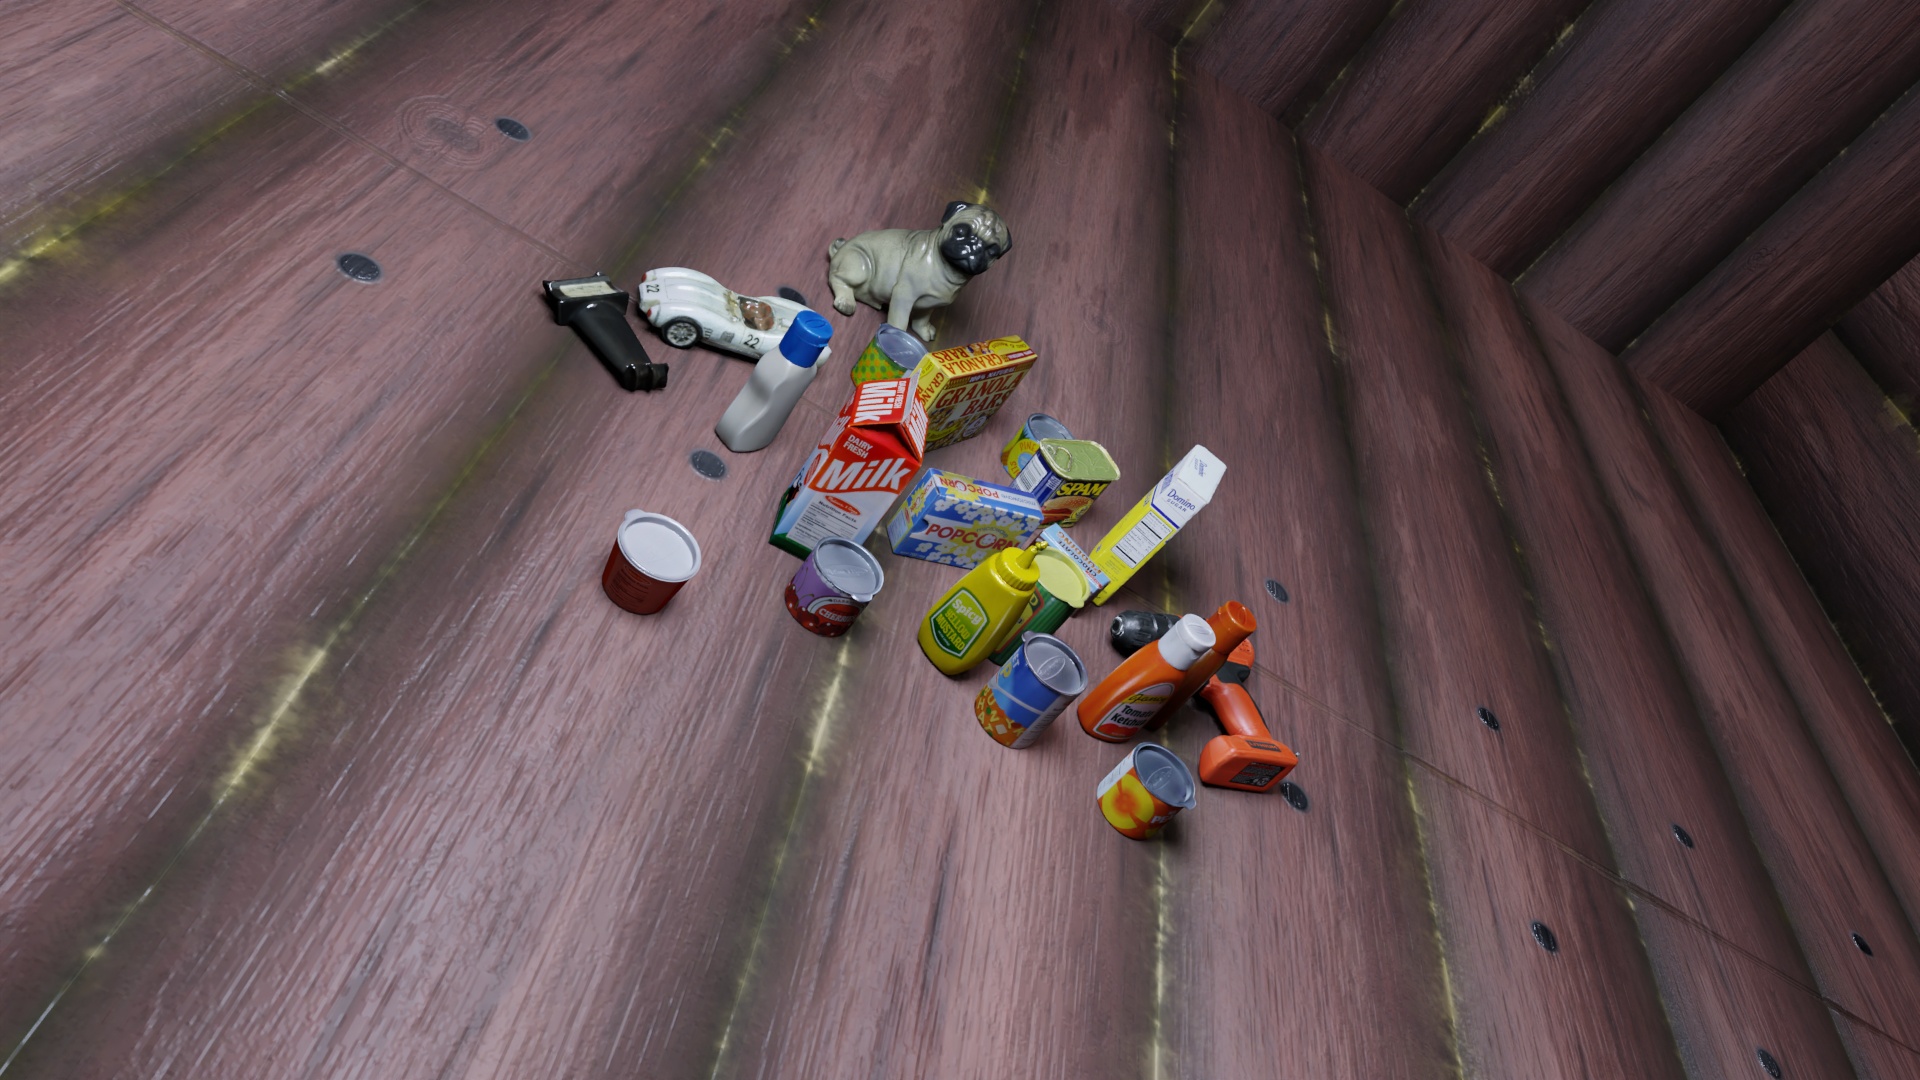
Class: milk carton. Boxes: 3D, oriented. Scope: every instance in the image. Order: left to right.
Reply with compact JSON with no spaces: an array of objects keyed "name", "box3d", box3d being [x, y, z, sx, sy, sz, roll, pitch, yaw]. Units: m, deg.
[{"name":"milk carton","box3d":[-0.087,-0.065,1.204,0.073,0.189,0.073,28,35,-16]}]

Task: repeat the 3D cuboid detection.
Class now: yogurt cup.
[{"name":"yogurt cup","box3d":[-0.243,0.021,1.081,0.072,0.053,0.073,25,36,-20]}]

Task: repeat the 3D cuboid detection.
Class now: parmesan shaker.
[{"name":"parmesan shaker","box3d":[0.063,0.064,1.272,0.071,0.102,0.072,25,36,-20]}]

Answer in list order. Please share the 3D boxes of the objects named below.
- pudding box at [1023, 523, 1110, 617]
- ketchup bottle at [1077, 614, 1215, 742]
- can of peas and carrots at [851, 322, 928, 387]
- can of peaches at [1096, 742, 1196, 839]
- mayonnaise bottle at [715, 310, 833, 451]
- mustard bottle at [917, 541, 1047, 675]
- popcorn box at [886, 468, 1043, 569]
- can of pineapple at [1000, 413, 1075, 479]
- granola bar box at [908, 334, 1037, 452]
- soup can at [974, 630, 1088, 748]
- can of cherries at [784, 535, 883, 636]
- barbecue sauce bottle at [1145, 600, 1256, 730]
[{"name":"pudding box","box3d":[0.104,0.030,1.398,0.084,0.049,0.030,46,34,11]},{"name":"ketchup bottle","box3d":[0.172,0.125,1.262,0.065,0.148,0.044,14,41,-32]},{"name":"can of peas and carrots","box3d":[-0.076,-0.185,1.472,0.071,0.058,0.071,25,36,-20]},{"name":"can of peaches","box3d":[0.164,0.223,1.223,0.071,0.057,0.071,25,36,-20]},{"name":"mayonnaise bottle","box3d":[-0.165,-0.144,1.261,0.041,0.147,0.065,49,35,15]},{"name":"mustard bottle","box3d":[0.025,0.050,1.202,0.065,0.159,0.049,50,35,16]},{"name":"popcorn box","box3d":[0.005,-0.017,1.328,0.127,0.084,0.038,12,42,-34]},{"name":"can of pineapple","box3d":[0.085,-0.096,1.519,0.071,0.057,0.071,25,36,-20]},{"name":"granola bar box","box3d":[-0.007,-0.147,1.434,0.039,0.123,0.166,49,35,14]},{"name":"soup can","box3d":[0.059,0.129,1.210,0.071,0.083,0.072,25,36,-20]},{"name":"can of cherries","box3d":[-0.108,0.041,1.180,0.071,0.058,0.072,25,36,-20]},{"name":"barbecue sauce bottle","box3d":[0.220,0.116,1.318,0.043,0.147,0.065,35,34,-7]}]
